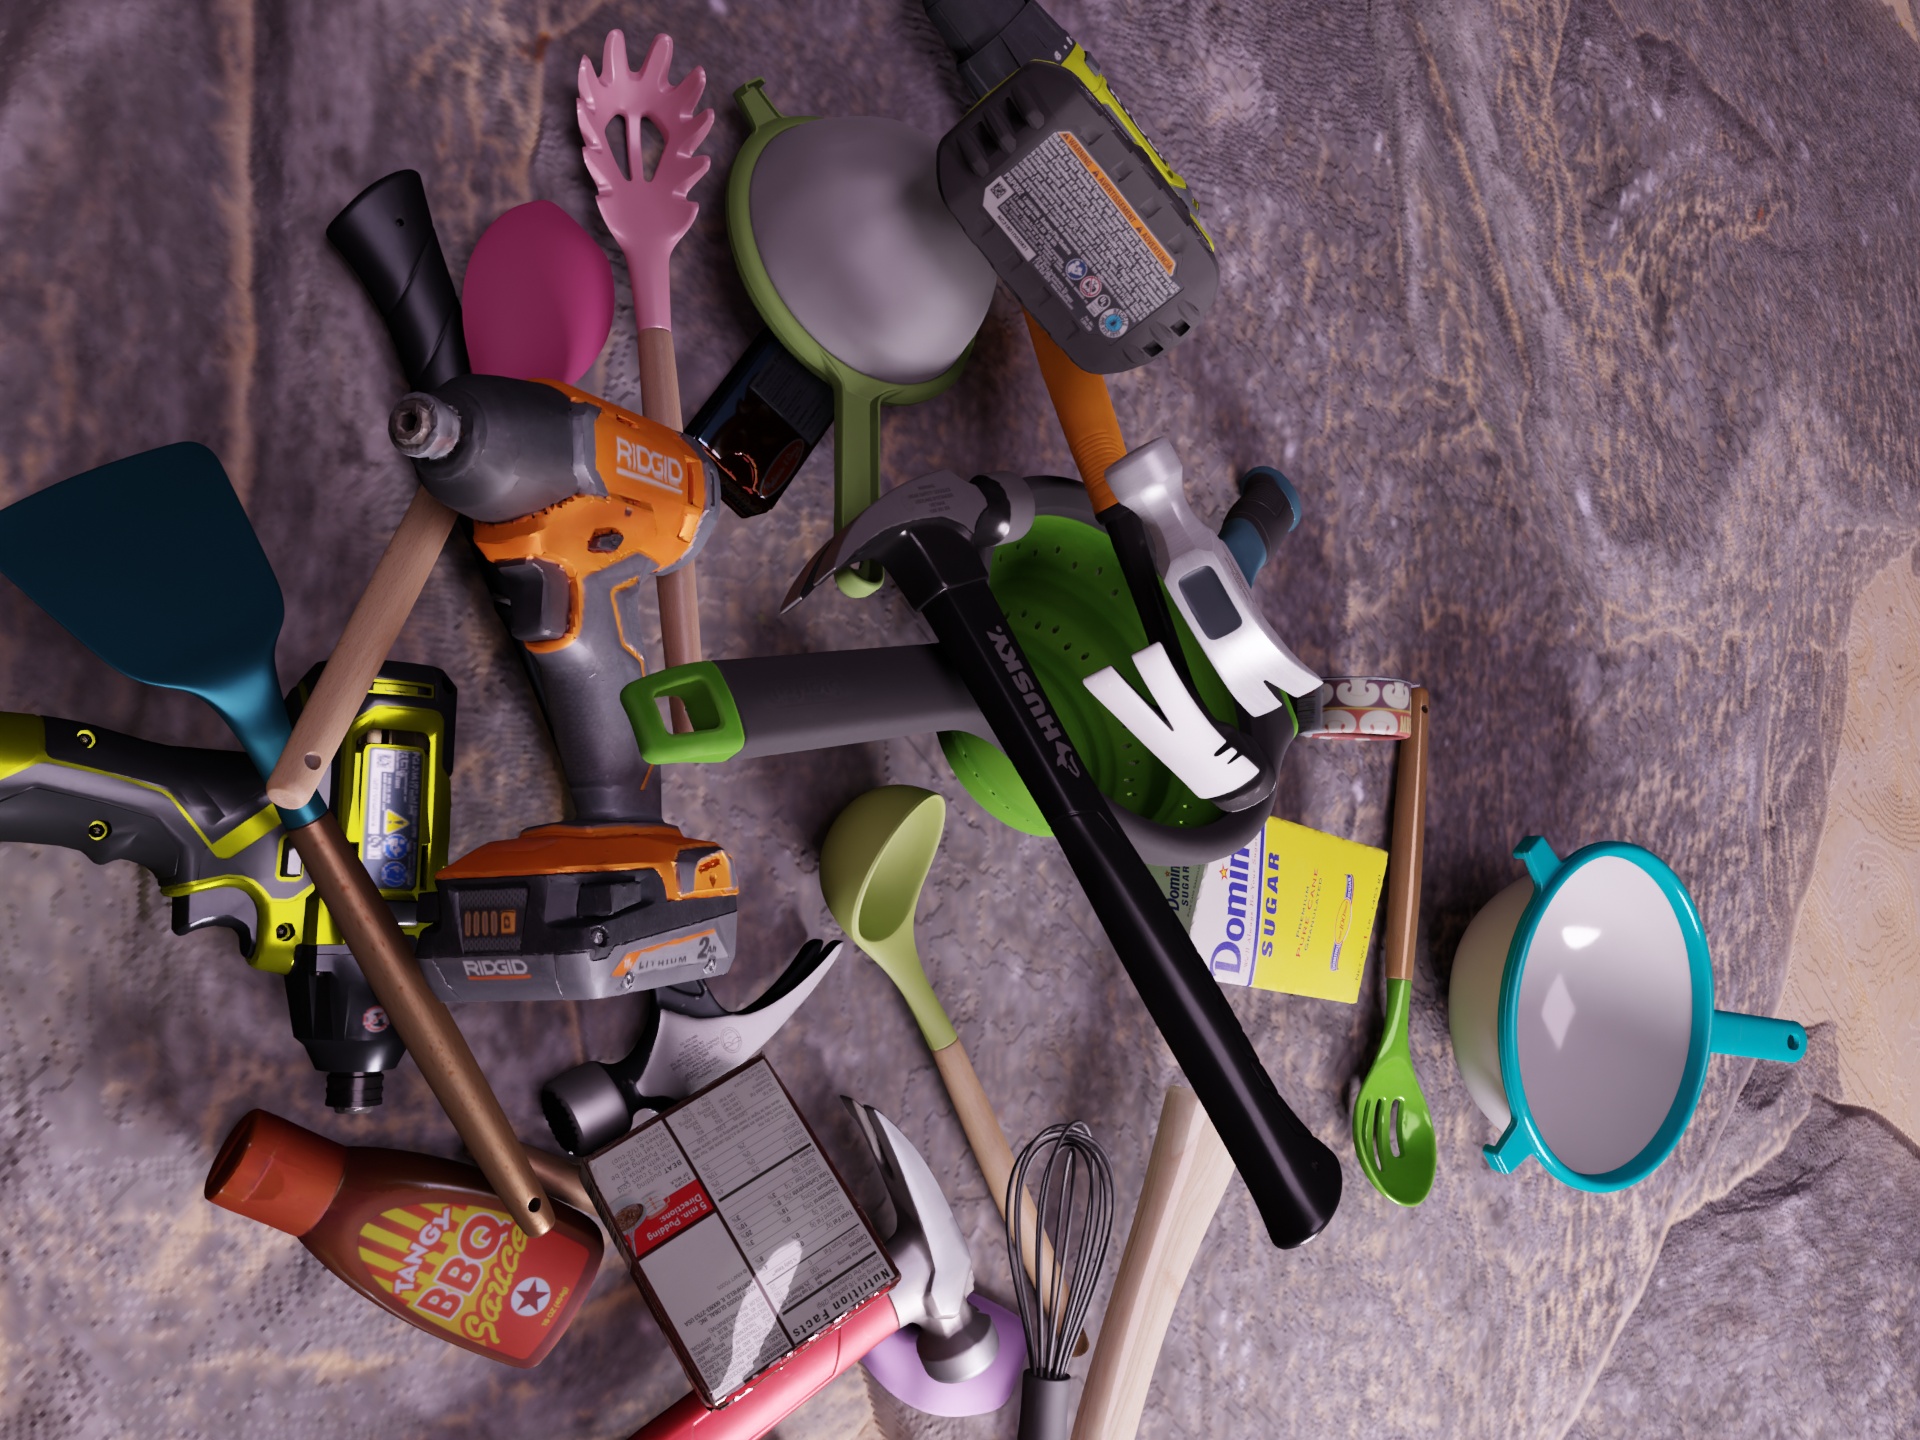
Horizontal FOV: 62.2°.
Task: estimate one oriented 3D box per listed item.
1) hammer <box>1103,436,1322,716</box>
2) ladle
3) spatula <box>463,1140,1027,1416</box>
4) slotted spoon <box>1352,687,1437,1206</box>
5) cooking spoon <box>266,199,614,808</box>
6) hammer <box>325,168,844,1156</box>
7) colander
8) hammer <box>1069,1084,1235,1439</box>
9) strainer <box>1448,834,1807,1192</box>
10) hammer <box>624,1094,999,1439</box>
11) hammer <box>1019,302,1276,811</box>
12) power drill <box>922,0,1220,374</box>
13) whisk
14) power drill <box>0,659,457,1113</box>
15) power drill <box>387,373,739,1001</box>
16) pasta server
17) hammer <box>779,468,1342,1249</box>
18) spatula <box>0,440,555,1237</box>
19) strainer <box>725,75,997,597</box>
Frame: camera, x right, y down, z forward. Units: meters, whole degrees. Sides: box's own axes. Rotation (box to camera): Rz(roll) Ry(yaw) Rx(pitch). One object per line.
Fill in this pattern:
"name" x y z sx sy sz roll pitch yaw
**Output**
"hammer" 0.141 -0.090 0.786 0.128 0.033 0.331 61 21 -5
"ladle" 0.011 0.179 0.775 0.078 0.062 0.320 -40 112 -51
"spatula" -0.086 0.252 0.723 0.315 0.018 0.060 35 70 -28
"slotted spoon" 0.271 0.133 0.972 0.070 0.031 0.314 14 76 -33
"cooking spoon" -0.194 -0.098 0.614 0.068 0.017 0.319 43 43 -34
"hammer" -0.172 -0.032 0.680 0.149 0.036 0.409 -24 99 -34
"colander" -0.001 -0.002 0.717 0.397 0.094 0.205 -8 69 -47
"hammer" 0.056 0.382 0.783 0.146 0.038 0.411 24 77 -29
"strainer" 0.423 0.191 1.031 0.340 0.095 0.211 13 81 -35
"hammer" -0.156 0.311 0.645 0.386 0.038 0.143 -29 106 -29
"hammer" 0.063 -0.120 0.744 0.127 0.034 0.337 38 31 -49
"power drill" 0.047 -0.277 0.769 0.190 0.080 0.229 45 24 -23
"whisk" 0.040 0.307 0.741 0.055 0.055 0.239 11 80 -33
"power drill" -0.295 0.057 0.565 0.223 0.080 0.171 6 82 -37
"power drill" -0.149 -0.014 0.590 0.164 0.084 0.226 9 77 -69
"pasta server" -0.131 -0.147 0.697 0.060 0.040 0.316 -3 80 -21
"hammer" 0.051 0.052 0.628 0.146 0.035 0.335 -21 79 -51
"spatula" -0.223 0.056 0.567 0.082 0.044 0.317 -37 114 -39
"strainer" -0.031 -0.182 0.732 0.151 0.069 0.257 18 61 -38
